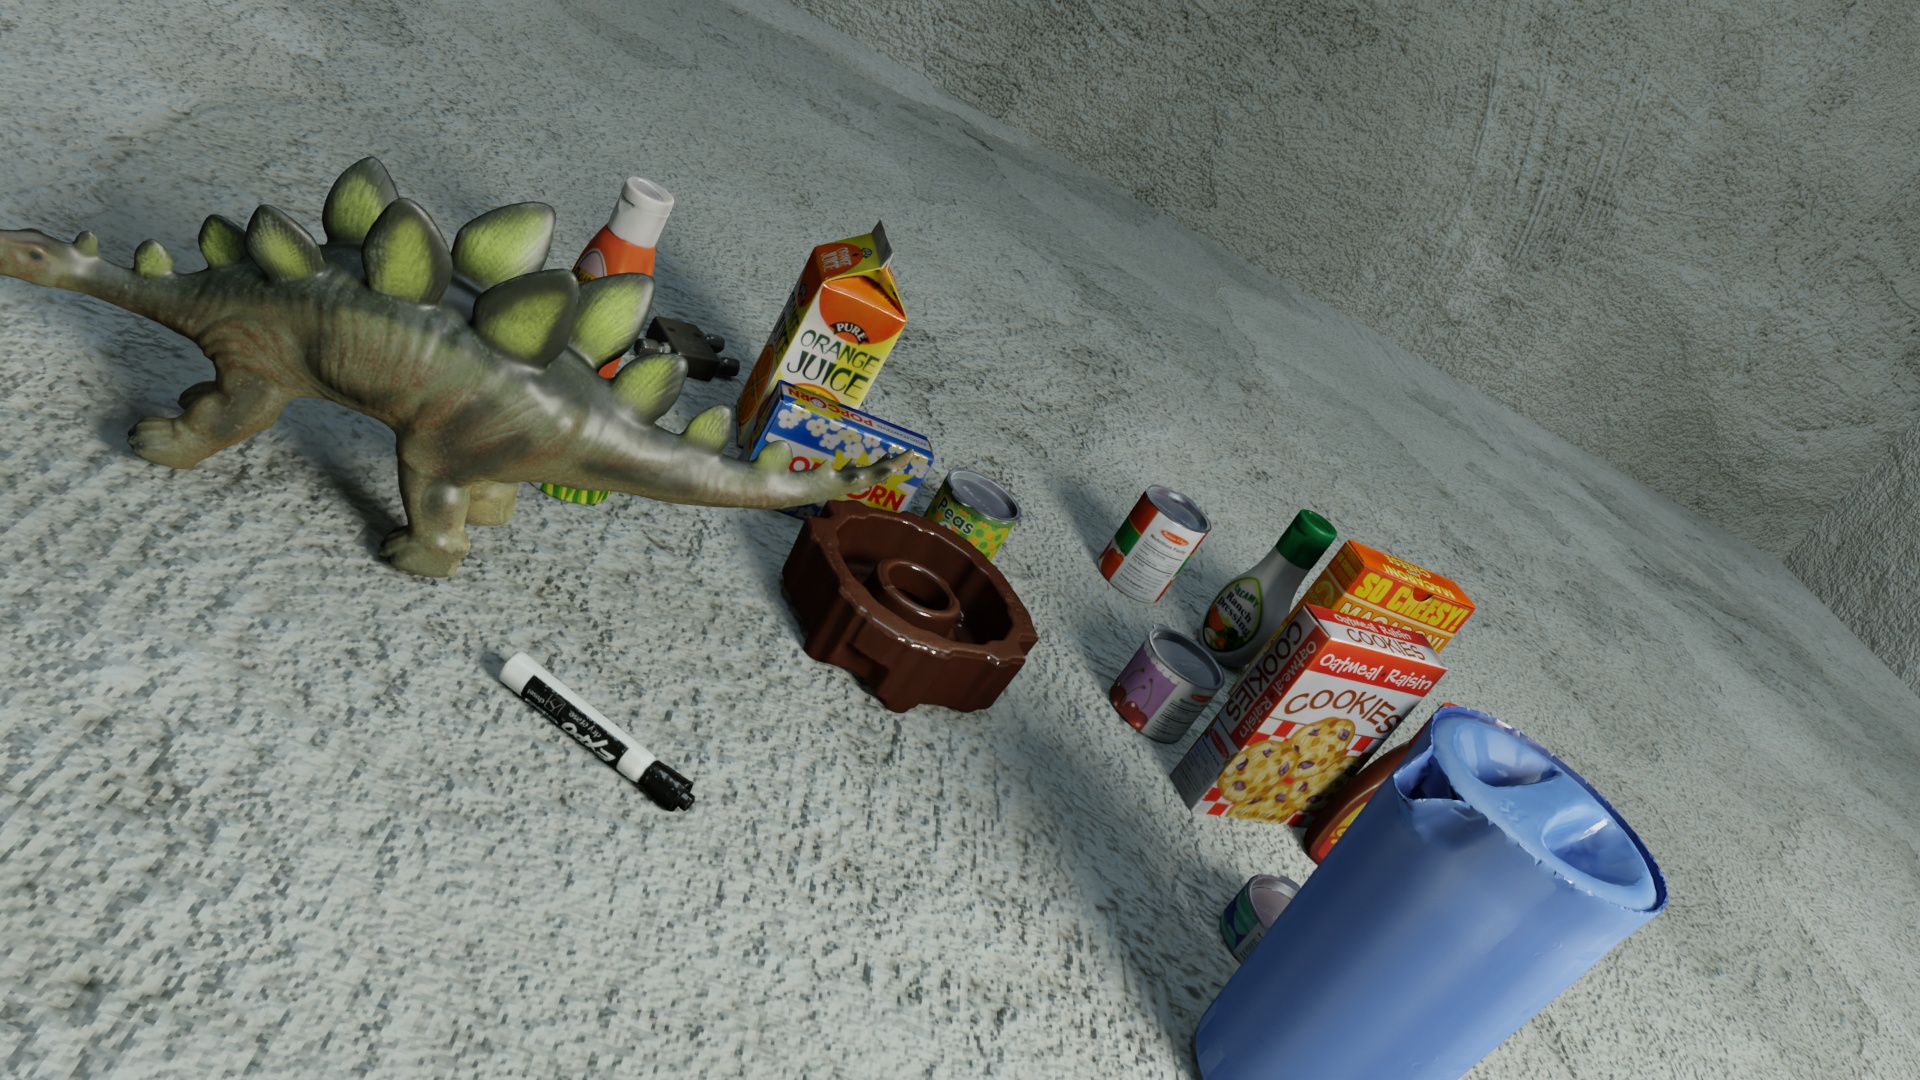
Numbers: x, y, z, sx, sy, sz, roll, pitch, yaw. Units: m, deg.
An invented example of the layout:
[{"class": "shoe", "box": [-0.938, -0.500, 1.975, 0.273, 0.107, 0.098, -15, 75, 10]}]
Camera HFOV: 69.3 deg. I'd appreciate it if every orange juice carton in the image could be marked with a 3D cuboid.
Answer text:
[{"class": "orange juice carton", "box": [-0.100, -0.153, 1.065, 0.073, 0.191, 0.072, 21, 27, -23]}]

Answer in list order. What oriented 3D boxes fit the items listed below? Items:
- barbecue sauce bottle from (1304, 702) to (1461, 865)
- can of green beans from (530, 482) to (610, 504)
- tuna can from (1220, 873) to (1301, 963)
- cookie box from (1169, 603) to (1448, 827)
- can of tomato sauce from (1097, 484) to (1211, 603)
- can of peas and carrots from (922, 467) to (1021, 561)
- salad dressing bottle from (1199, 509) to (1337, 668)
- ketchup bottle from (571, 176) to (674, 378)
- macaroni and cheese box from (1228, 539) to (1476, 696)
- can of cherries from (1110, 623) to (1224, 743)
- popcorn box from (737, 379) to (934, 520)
[{"class": "barbecue sauce bottle", "box": [0.309, 0.179, 0.980, 0.065, 0.148, 0.044, 30, 25, -4]}, {"class": "can of green beans", "box": [-0.247, -0.065, 0.902, 0.071, 0.057, 0.071, 26, 26, -13]}, {"class": "tuna can", "box": [0.199, 0.244, 0.874, 0.071, 0.032, 0.071, 25, 26, -13]}, {"class": "cookie box", "box": [0.244, 0.127, 0.978, 0.123, 0.166, 0.040, 14, 30, -33]}, {"class": "can of tomato sauce", "box": [0.168, 0.002, 1.213, 0.071, 0.082, 0.071, 26, 26, -13]}, {"class": "can of peas and carrots", "box": [0.004, -0.014, 1.087, 0.071, 0.058, 0.071, 26, 26, -13]}, {"class": "salad dressing bottle", "box": [0.260, 0.040, 1.172, 0.044, 0.147, 0.064, 10, 33, -39]}, {"class": "ketchup bottle", "box": [-0.254, -0.192, 1.015, 0.065, 0.148, 0.043, 44, 28, 24]}, {"class": "macaroni and cheese box", "box": [0.316, 0.090, 1.125, 0.124, 0.165, 0.040, 19, 28, -26]}, {"class": "can of cherries", "box": [0.153, 0.107, 1.039, 0.071, 0.058, 0.072, 26, 26, -13]}, {"class": "popcorn box", "box": [-0.094, -0.055, 1.023, 0.127, 0.085, 0.038, 20, 28, -23]}]
